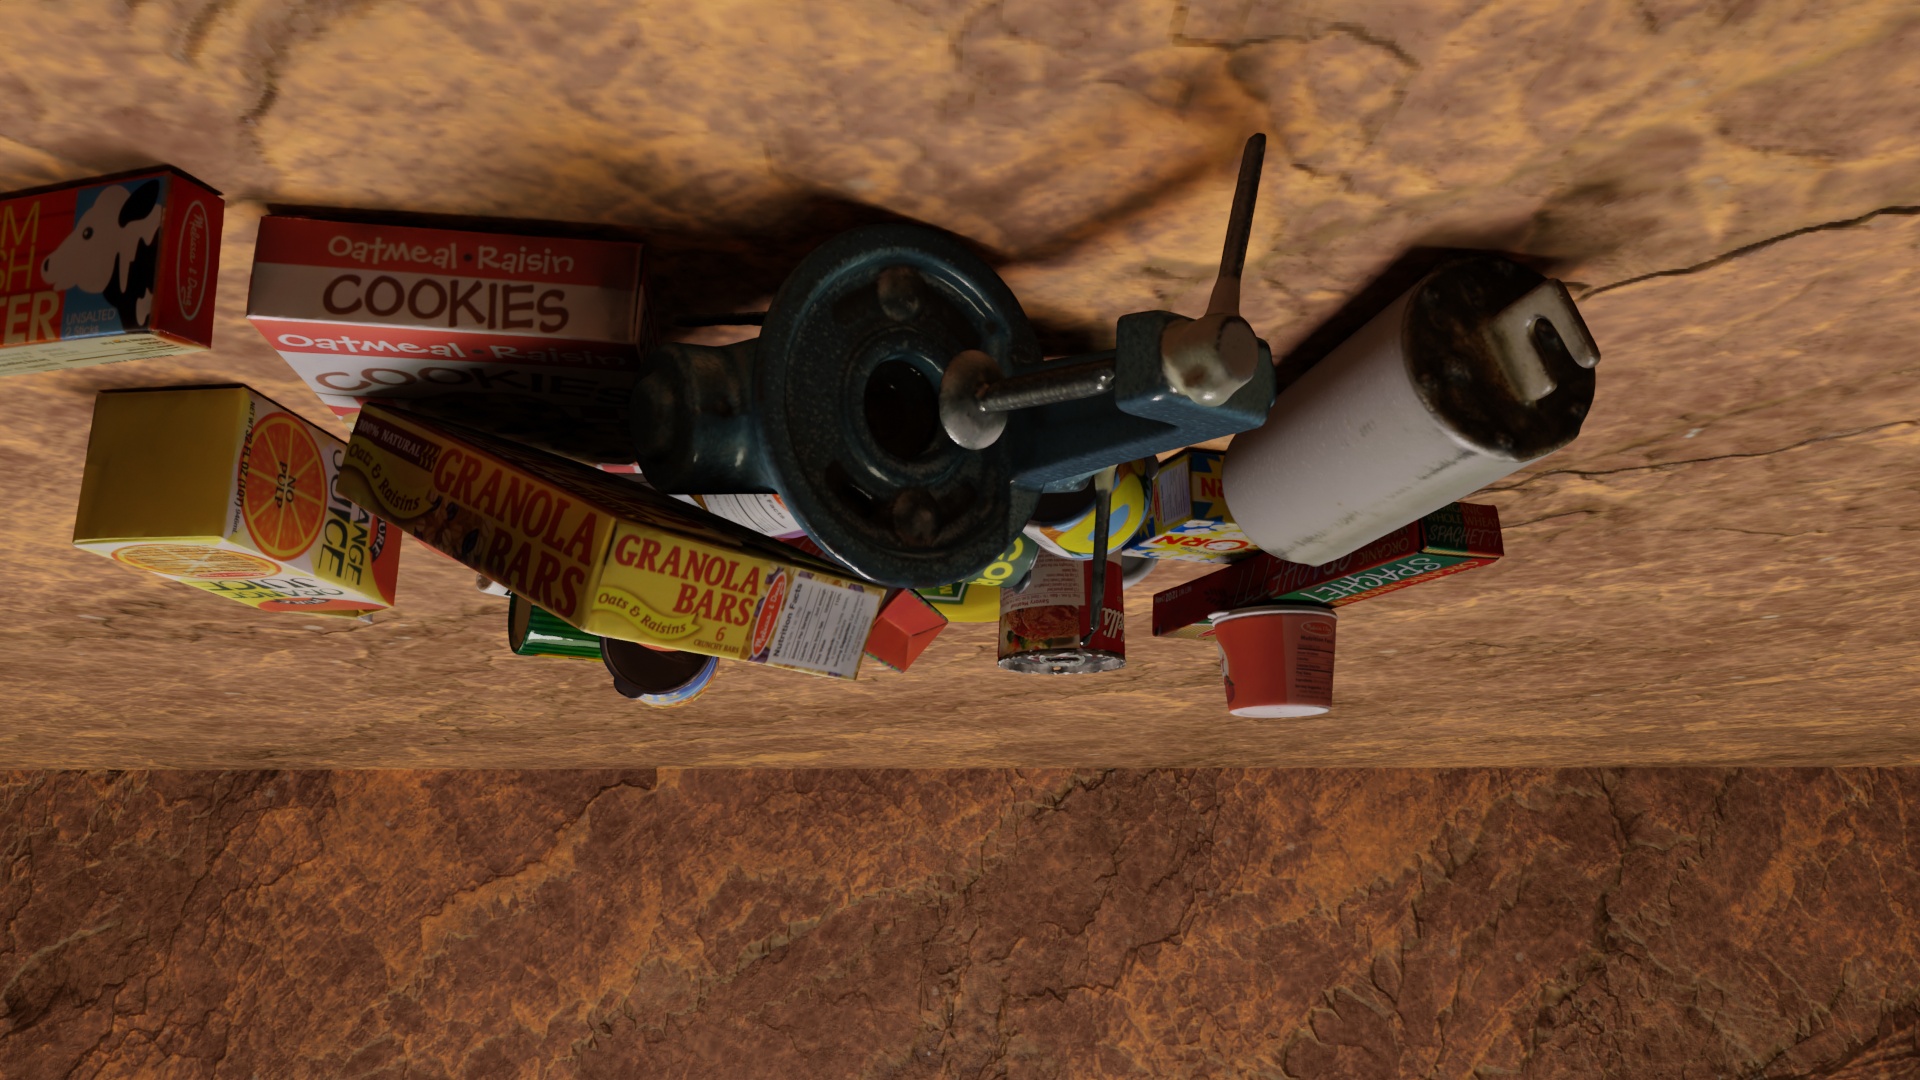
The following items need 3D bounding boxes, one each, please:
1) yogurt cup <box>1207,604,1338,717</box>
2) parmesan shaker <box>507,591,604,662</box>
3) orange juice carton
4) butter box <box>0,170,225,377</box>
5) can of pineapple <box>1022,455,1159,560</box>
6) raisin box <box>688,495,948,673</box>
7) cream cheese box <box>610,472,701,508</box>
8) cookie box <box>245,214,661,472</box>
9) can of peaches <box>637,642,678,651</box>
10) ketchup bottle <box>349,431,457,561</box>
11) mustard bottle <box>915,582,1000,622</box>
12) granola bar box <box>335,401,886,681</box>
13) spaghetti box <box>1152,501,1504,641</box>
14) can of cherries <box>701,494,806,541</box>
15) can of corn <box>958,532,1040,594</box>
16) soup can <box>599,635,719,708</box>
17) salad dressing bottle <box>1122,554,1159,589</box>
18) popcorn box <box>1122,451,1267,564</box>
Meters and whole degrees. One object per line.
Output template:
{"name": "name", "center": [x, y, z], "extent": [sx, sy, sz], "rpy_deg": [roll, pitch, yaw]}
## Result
{"name": "yogurt cup", "center": [0.173, 0.067, 0.760], "extent": [0.072, 0.054, 0.072], "rpy_deg": [0, 166, 0]}
{"name": "parmesan shaker", "center": [-0.250, 0.049, 0.951], "extent": [0.103, 0.071, 0.071], "rpy_deg": [9, 163, -30]}
{"name": "orange juice carton", "center": [-0.338, -0.010, 0.693], "extent": [0.073, 0.072, 0.192], "rpy_deg": [-2, 166, 6]}
{"name": "butter box", "center": [-0.286, -0.082, 0.441], "extent": [0.103, 0.053, 0.024], "rpy_deg": [-4, 168, 16]}
{"name": "can of pineapple", "center": [0.050, -0.030, 0.634], "extent": [0.071, 0.071, 0.058], "rpy_deg": [-6, 165, 20]}
{"name": "raisin box", "center": [-0.071, 0.007, 0.692], "extent": [0.123, 0.040, 0.086], "rpy_deg": [40, 179, 20]}
{"name": "cream cheese box", "center": [-0.174, -0.025, 0.733], "extent": [0.104, 0.024, 0.053], "rpy_deg": [-4, 164, 12]}
{"name": "cookie box", "center": [-0.178, -0.068, 0.529], "extent": [0.123, 0.040, 0.167], "rpy_deg": [2, 167, -8]}
{"name": "can of peaches", "center": [-0.154, 0.025, 0.733], "extent": [0.071, 0.071, 0.058], "rpy_deg": [2, 168, -7]}
{"name": "ketchup bottle", "center": [-0.256, -0.028, 0.674], "extent": [0.065, 0.043, 0.148], "rpy_deg": [21, 164, -2]}
{"name": "mustard bottle", "center": [-0.027, 0.018, 0.833], "extent": [0.160, 0.065, 0.049], "rpy_deg": [-5, 170, 33]}
{"name": "granola bar box", "center": [-0.127, -0.001, 0.500], "extent": [0.166, 0.039, 0.124], "rpy_deg": [20, -179, 39]}
{"name": "spaghetti box", "center": [0.186, 0.021, 0.751], "extent": [0.050, 0.029, 0.249], "rpy_deg": [5, 165, -21]}
{"name": "can of cherries", "center": [-0.072, -0.035, 0.613], "extent": [0.058, 0.071, 0.071], "rpy_deg": [-13, 161, 41]}
{"name": "can of corn", "center": [0.003, -0.009, 0.705], "extent": [0.058, 0.071, 0.071], "rpy_deg": [8, 164, -25]}
{"name": "soup can", "center": [-0.181, 0.067, 0.837], "extent": [0.071, 0.071, 0.083], "rpy_deg": [2, 166, -8]}
{"name": "salad dressing bottle", "center": [0.081, 0.016, 0.852], "extent": [0.064, 0.044, 0.147], "rpy_deg": [-33, 176, -11]}
{"name": "popcorn box", "center": [0.159, -0.014, 0.754], "extent": [0.127, 0.038, 0.085], "rpy_deg": [5, 166, -20]}
